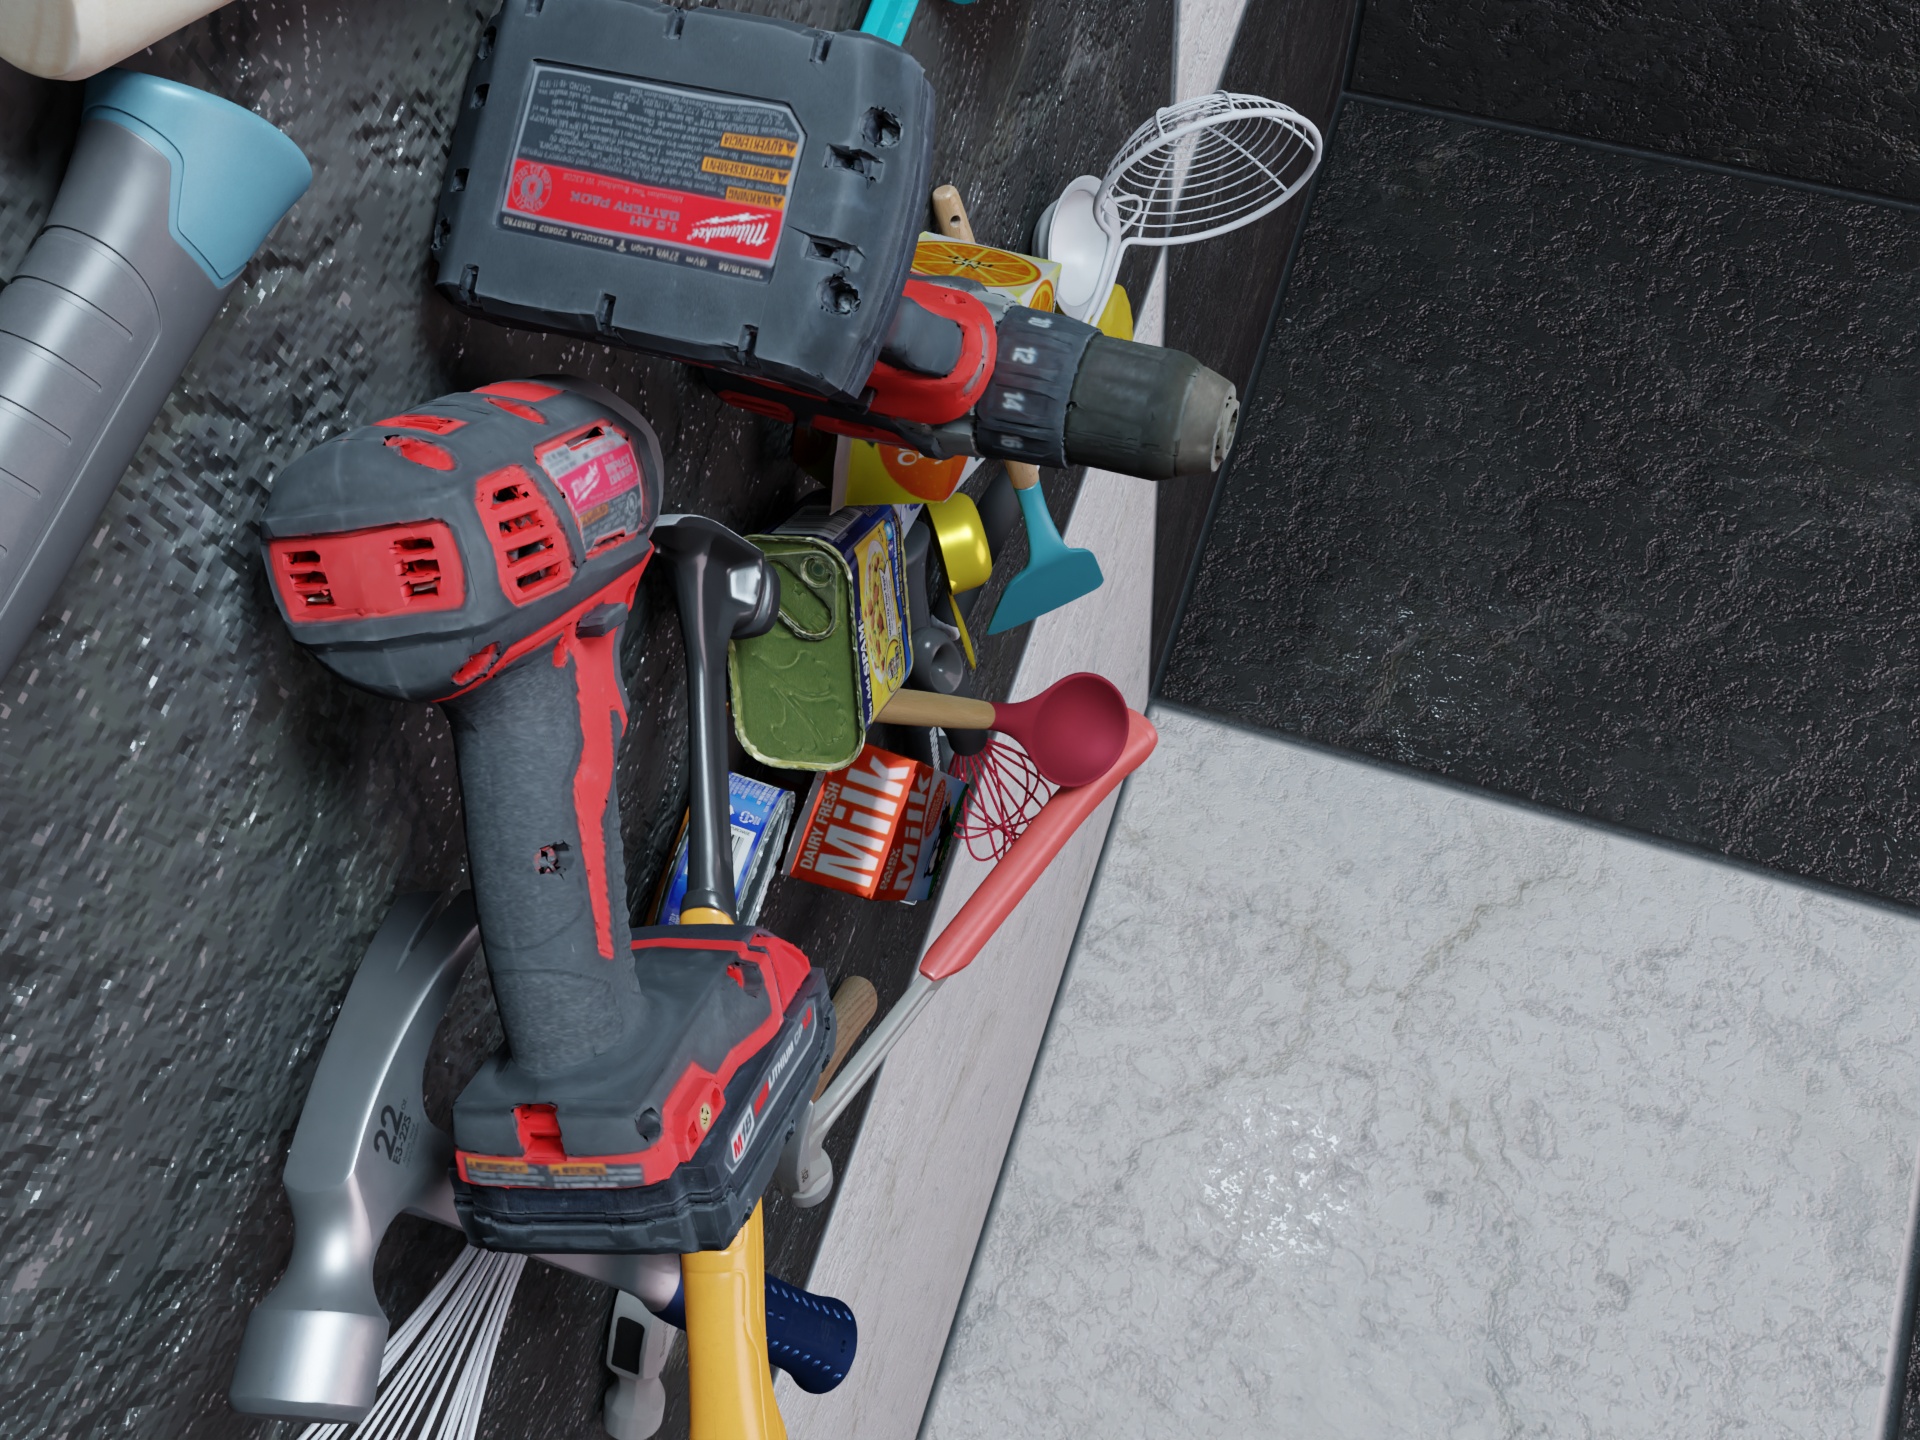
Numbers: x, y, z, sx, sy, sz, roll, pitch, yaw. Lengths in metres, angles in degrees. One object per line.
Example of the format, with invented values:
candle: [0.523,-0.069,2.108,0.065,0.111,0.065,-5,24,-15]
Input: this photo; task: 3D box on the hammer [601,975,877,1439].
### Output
hammer: [-0.113,0.241,0.909,0.331,0.031,0.130,-53,157,-63]

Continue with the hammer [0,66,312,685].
hammer: [-0.188,0.033,0.240,0.128,0.033,0.331,76,32,-68]

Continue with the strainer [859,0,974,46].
strainer: [0.036,-0.346,0.639,0.210,0.095,0.340,77,29,-68]

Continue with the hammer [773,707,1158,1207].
hammer: [0.009,0.113,0.915,0.359,0.037,0.149,-48,160,-30]

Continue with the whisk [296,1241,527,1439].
whisk: [-0.164,0.194,0.539,0.285,0.070,0.070,-68,168,-49]

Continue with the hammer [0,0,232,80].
hammer: [-0.074,-0.234,0.389,0.411,0.038,0.146,-61,158,-44]

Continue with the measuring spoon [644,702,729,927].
measuring spoon: [-0.119,0.046,0.665,0.021,0.011,0.117,-62,171,-86]

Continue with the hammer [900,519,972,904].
hammer: [-0.029,-0.009,0.960,0.334,0.035,0.146,85,23,-61]

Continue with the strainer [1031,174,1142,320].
strainer: [0.040,-0.249,0.950,0.258,0.050,0.086,-58,143,-38]

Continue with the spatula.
spatula: [0.025,-0.159,0.888,0.317,0.082,0.044,70,-6,-46]

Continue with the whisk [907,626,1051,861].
whisk: [0.008,0.019,0.950,0.295,0.073,0.073,65,42,-63]

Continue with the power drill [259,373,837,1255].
power drill: [-0.100,0.019,0.427,0.143,0.078,0.219,-60,143,-66]

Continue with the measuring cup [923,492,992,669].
measuring cup: [0.006,-0.077,0.945,0.156,0.029,0.062,74,-2,-59]

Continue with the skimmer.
skimmer: [0.081,-0.191,0.927,0.127,0.090,0.363,1,123,-48]

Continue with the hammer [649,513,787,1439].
hammer: [-0.086,0.098,0.549,0.127,0.034,0.337,26,60,-79]

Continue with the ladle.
ladle: [-0.001,-0.003,0.837,0.315,0.031,0.069,6,98,-55]

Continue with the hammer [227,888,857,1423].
hammer: [-0.111,0.192,0.576,0.405,0.035,0.144,63,28,-58]

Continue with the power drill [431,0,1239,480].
power drill: [-0.020,-0.119,0.466,0.226,0.188,0.080,2,103,-74]
